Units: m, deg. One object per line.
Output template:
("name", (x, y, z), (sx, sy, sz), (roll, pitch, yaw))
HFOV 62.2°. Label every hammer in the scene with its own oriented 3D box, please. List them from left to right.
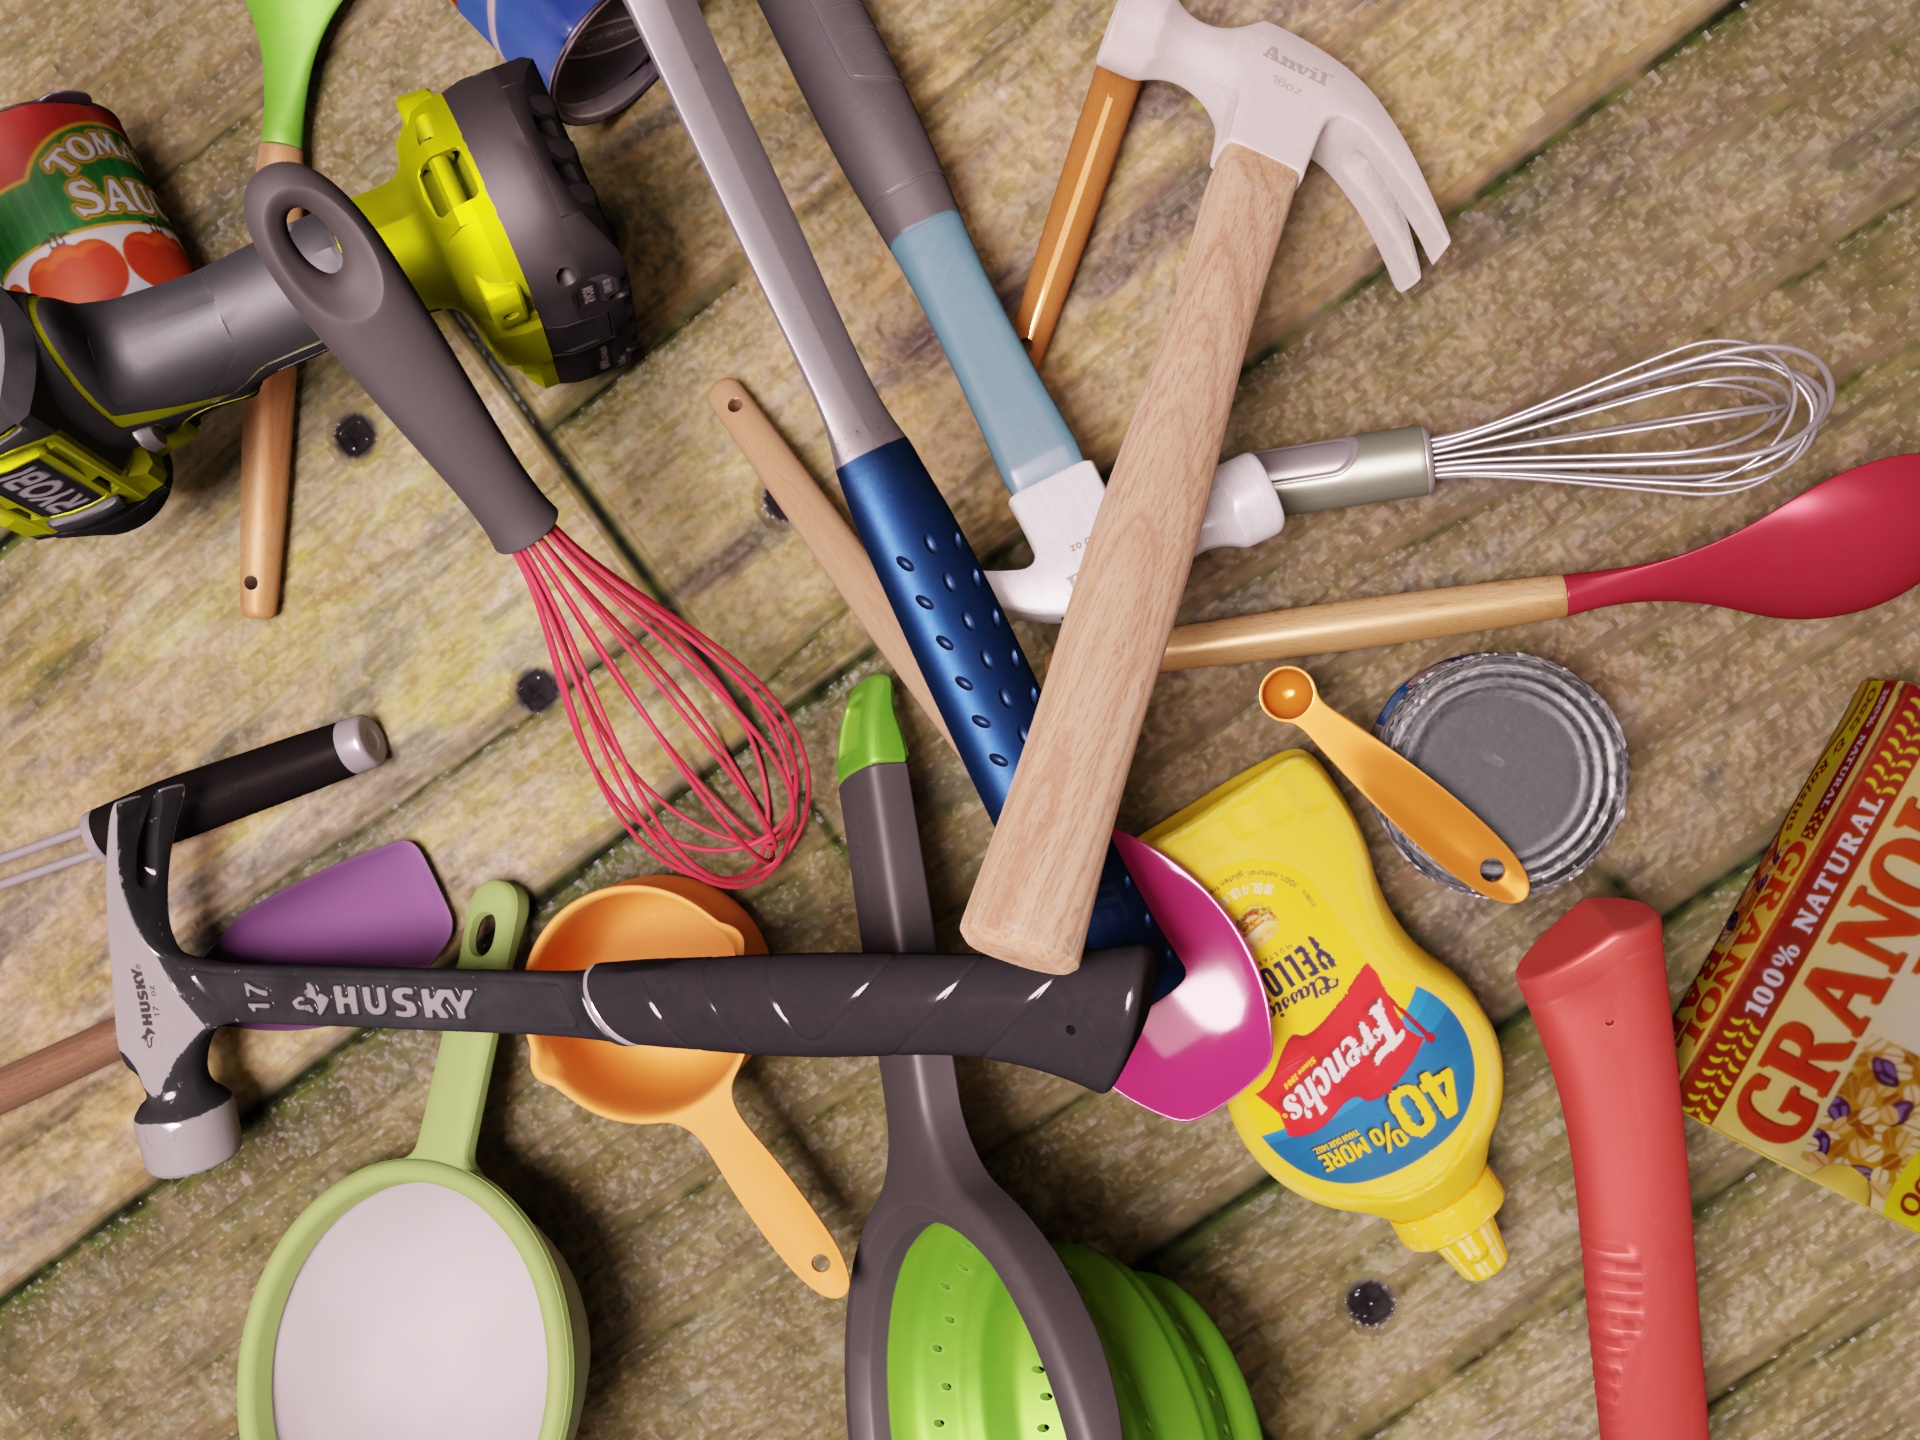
("hammer", (-0.133, 0.090, 0.537), (0.409, 0.036, 0.149), (-3, 100, 22))
("hammer", (-0.027, -0.096, 0.498), (0.144, 0.035, 0.405), (-27, 94, -27))
("hammer", (-0.017, -0.185, 0.561), (0.128, 0.033, 0.331), (-26, 83, 4))
("hammer", (0.067, -0.081, 0.498), (0.130, 0.031, 0.331), (21, 71, -7))
("hammer", (0.246, 0.235, 0.543), (0.149, 0.037, 0.359), (-7, 100, 9))

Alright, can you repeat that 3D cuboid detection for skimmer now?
("skimmer", (-0.399, 0.079, 0.617), (0.363, 0.090, 0.127), (-19, 114, 7))

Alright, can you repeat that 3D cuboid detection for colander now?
("colander", (0.026, 0.175, 0.563), (0.094, 0.204, 0.397), (-3, 75, -26))

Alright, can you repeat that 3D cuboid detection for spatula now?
("spatula", (-0.348, 0.134, 0.650), (0.316, 0.018, 0.060), (-24, 91, 7))
("spatula", (0.073, -0.275, 0.569), (0.081, 0.041, 0.322), (20, 100, 5))

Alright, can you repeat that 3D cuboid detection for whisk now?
("whisk", (-0.131, -0.048, 0.521), (0.073, 0.073, 0.295), (-24, 127, 8))
("whisk", (0.170, -0.092, 0.554), (0.246, 0.059, 0.058), (-7, 51, 12))

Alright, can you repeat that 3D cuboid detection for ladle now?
("ladle", (0.184, -0.042, 0.557), (0.315, 0.069, 0.031), (-8, 49, 13))

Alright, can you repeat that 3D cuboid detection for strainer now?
("strainer", (-0.187, 0.193, 0.616), (0.151, 0.069, 0.256), (2, 76, 24))

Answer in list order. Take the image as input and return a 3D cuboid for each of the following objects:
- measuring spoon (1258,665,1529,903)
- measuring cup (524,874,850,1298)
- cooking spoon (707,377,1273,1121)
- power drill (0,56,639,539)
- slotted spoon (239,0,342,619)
("measuring spoon", (0.149, 0.022, 0.546), (0.117, 0.011, 0.021), (41, 97, 1))
("measuring cup", (-0.090, 0.136, 0.599), (0.095, 0.052, 0.173), (-35, 90, 8))
("cooking spoon", (-0.001, -0.002, 0.561), (0.069, 0.017, 0.319), (-36, 75, 1))
("power drill", (-0.229, -0.129, 0.540), (0.223, 0.171, 0.080), (-24, 89, -10))
("slotted spoon", (-0.263, -0.196, 0.616), (0.070, 0.031, 0.314), (6, 95, 6))
